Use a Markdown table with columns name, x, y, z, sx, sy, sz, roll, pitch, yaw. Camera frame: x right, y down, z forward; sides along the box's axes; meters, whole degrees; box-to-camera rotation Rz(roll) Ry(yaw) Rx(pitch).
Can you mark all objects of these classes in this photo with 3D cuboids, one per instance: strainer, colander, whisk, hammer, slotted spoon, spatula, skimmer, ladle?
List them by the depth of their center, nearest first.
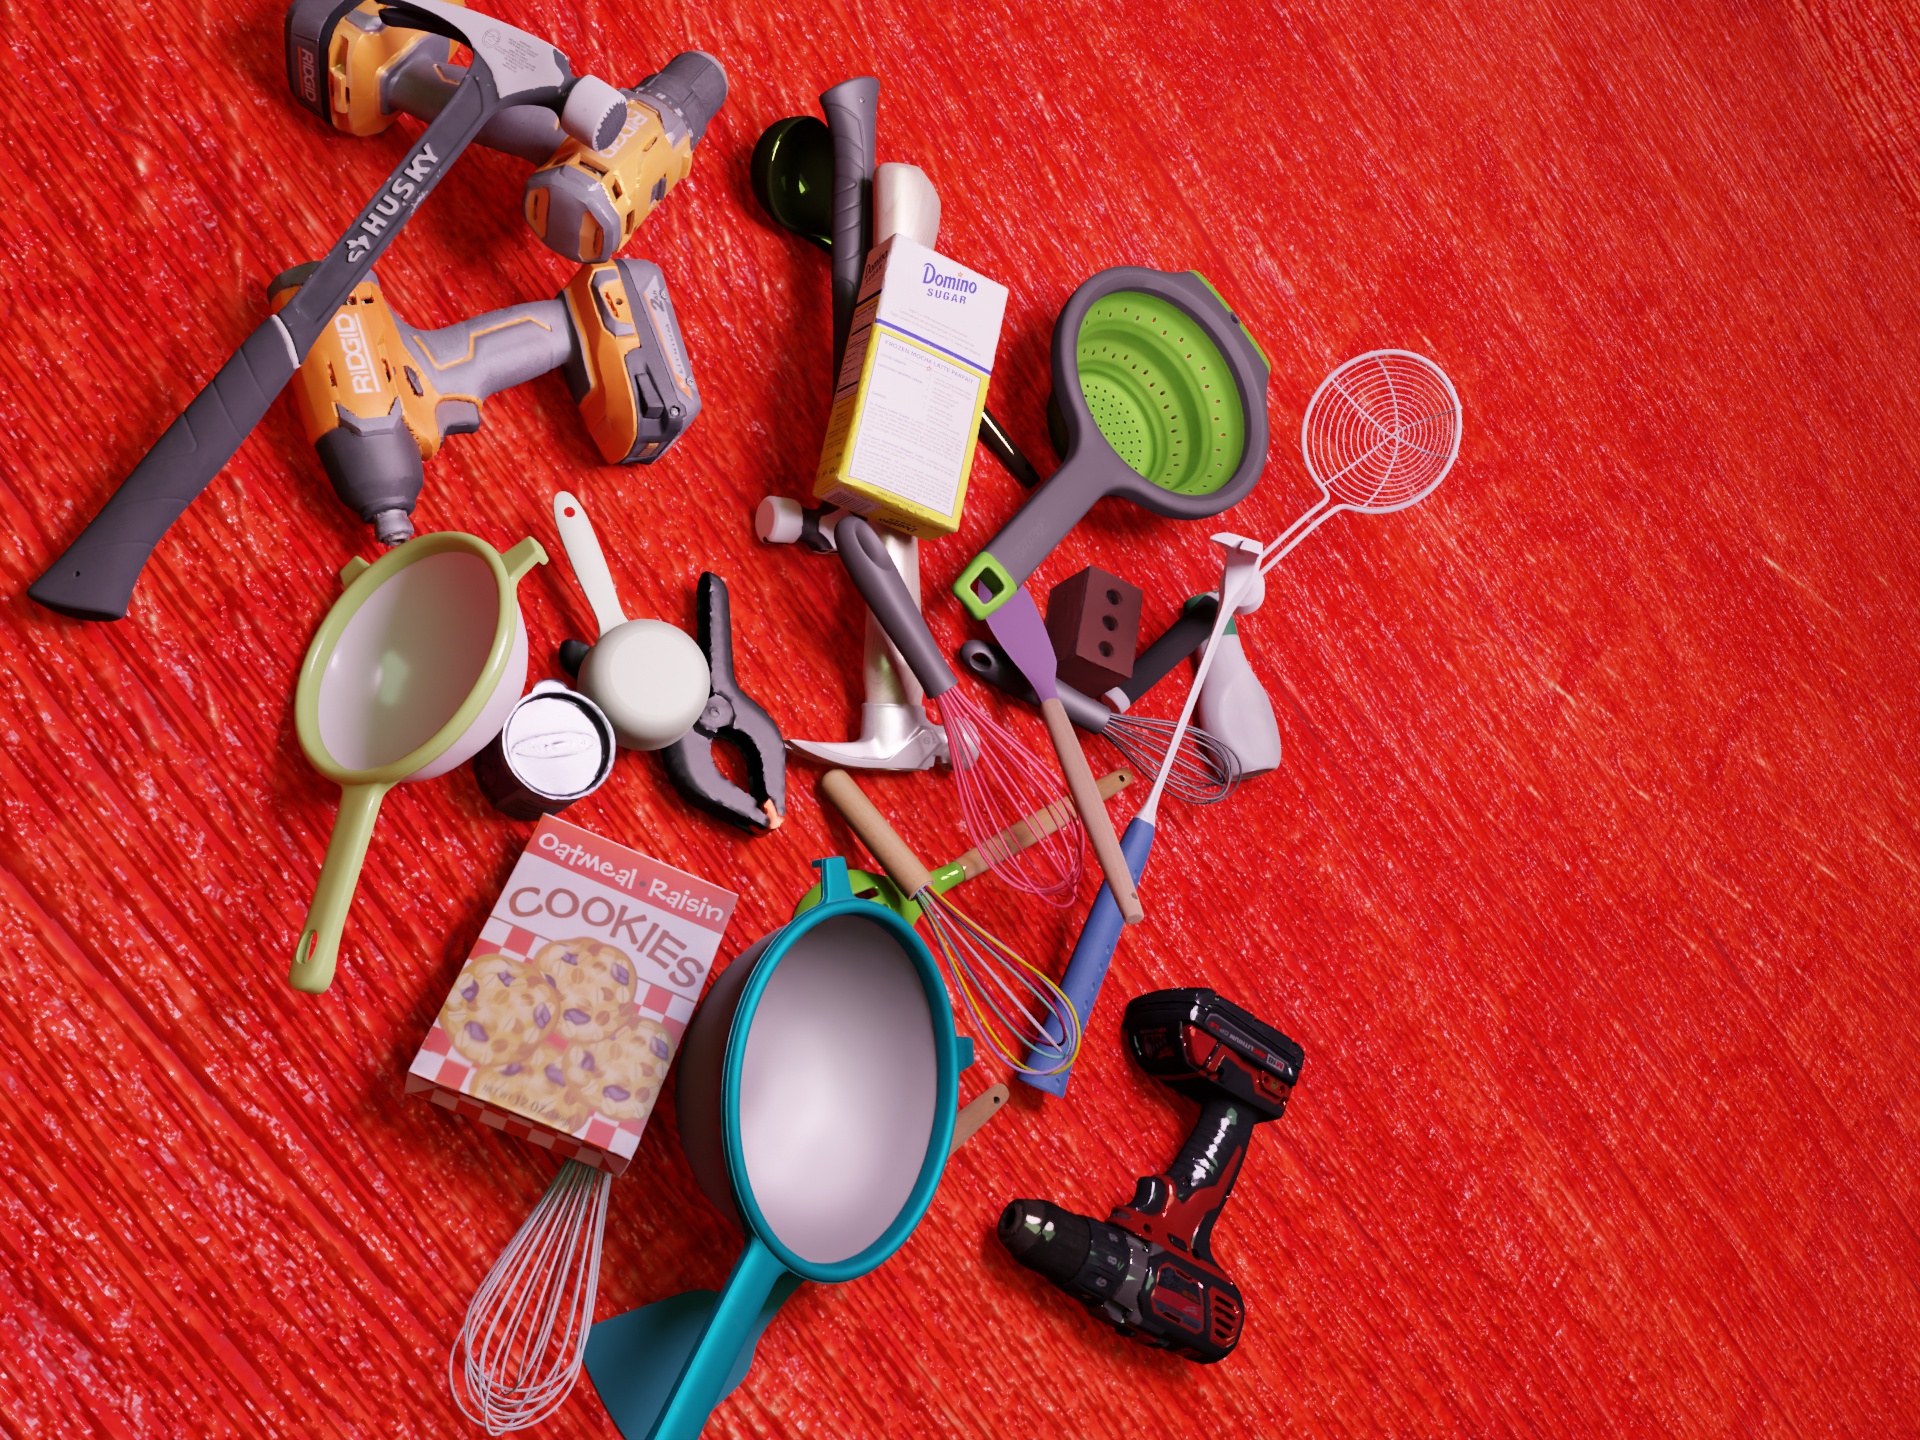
| name | x | y | z | sx | sy | sz | roll | pitch | yaw |
| --- | --- | --- | --- | --- | --- | --- | --- | --- | --- |
| strainer | -0.293 | 0.025 | 0.850 | 0.069 | 0.151 | 0.256 | 40 | 54 | -53 |
| hammer | -0.356 | -0.223 | 0.856 | 0.149 | 0.036 | 0.409 | 33 | 77 | 0 |
| whisk | -0.203 | 0.242 | 0.872 | 0.070 | 0.070 | 0.285 | 31 | 55 | -23 |
| strainer | -0.119 | 0.254 | 0.879 | 0.210 | 0.095 | 0.341 | 59 | 43 | -34 |
| spatula | -0.079 | 0.307 | 0.956 | 0.317 | 0.044 | 0.082 | -30 | 92 | -42 |
| whisk | -0.008 | 0.121 | 1.003 | 0.051 | 0.047 | 0.245 | -20 | 62 | -45 |
| whisk | -0.002 | -0.003 | 1.040 | 0.073 | 0.073 | 0.295 | -37 | 100 | -37 |
| hammer | -0.054 | -0.172 | 1.070 | 0.146 | 0.038 | 0.411 | 3 | 86 | -34 |
| spatula | 0.067 | 0.008 | 1.078 | 0.059 | 0.018 | 0.316 | 15 | 40 | -34 |
| hammer | 0.127 | 0.059 | 1.084 | 0.035 | 0.144 | 0.405 | 20 | 80 | 14 |
| slotted spoon | 0.015 | 0.091 | 1.090 | 0.314 | 0.031 | 0.070 | -25 | 86 | -39 |
| hammer | -0.070 | -0.282 | 1.106 | 0.146 | 0.035 | 0.335 | 2 | 87 | -36 |
| whisk | 0.104 | -0.002 | 1.163 | 0.238 | 0.055 | 0.055 | 26 | 61 | -16 |
| ladle | -0.038 | -0.300 | 1.167 | 0.320 | 0.062 | 0.078 | 49 | 58 | -14 |
| colander | 0.091 | -0.190 | 1.193 | 0.204 | 0.094 | 0.397 | 49 | 54 | -11 |
| skimmer | 0.239 | -0.143 | 1.221 | 0.363 | 0.090 | 0.127 | -42 | 65 | -16 |

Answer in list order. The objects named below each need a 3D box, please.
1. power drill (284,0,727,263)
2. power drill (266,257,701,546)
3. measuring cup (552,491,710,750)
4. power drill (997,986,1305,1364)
| name | x | y | z | sx | sy | sz | roll | pitch | yaw |
| --- | --- | --- | --- | --- | --- | --- | --- | --- | --- |
| power drill | -0.268 | -0.394 | 0.981 | 0.226 | 0.084 | 0.185 | 28 | 55 | -1 |
| power drill | -0.278 | -0.194 | 0.952 | 0.226 | 0.084 | 0.164 | -13 | 83 | -32 |
| measuring cup | -0.203 | -0.064 | 0.945 | 0.083 | 0.038 | 0.167 | -22 | 87 | -28 |
| power drill | 0.130 | 0.295 | 1.072 | 0.187 | 0.080 | 0.227 | 33 | 62 | -21 |
